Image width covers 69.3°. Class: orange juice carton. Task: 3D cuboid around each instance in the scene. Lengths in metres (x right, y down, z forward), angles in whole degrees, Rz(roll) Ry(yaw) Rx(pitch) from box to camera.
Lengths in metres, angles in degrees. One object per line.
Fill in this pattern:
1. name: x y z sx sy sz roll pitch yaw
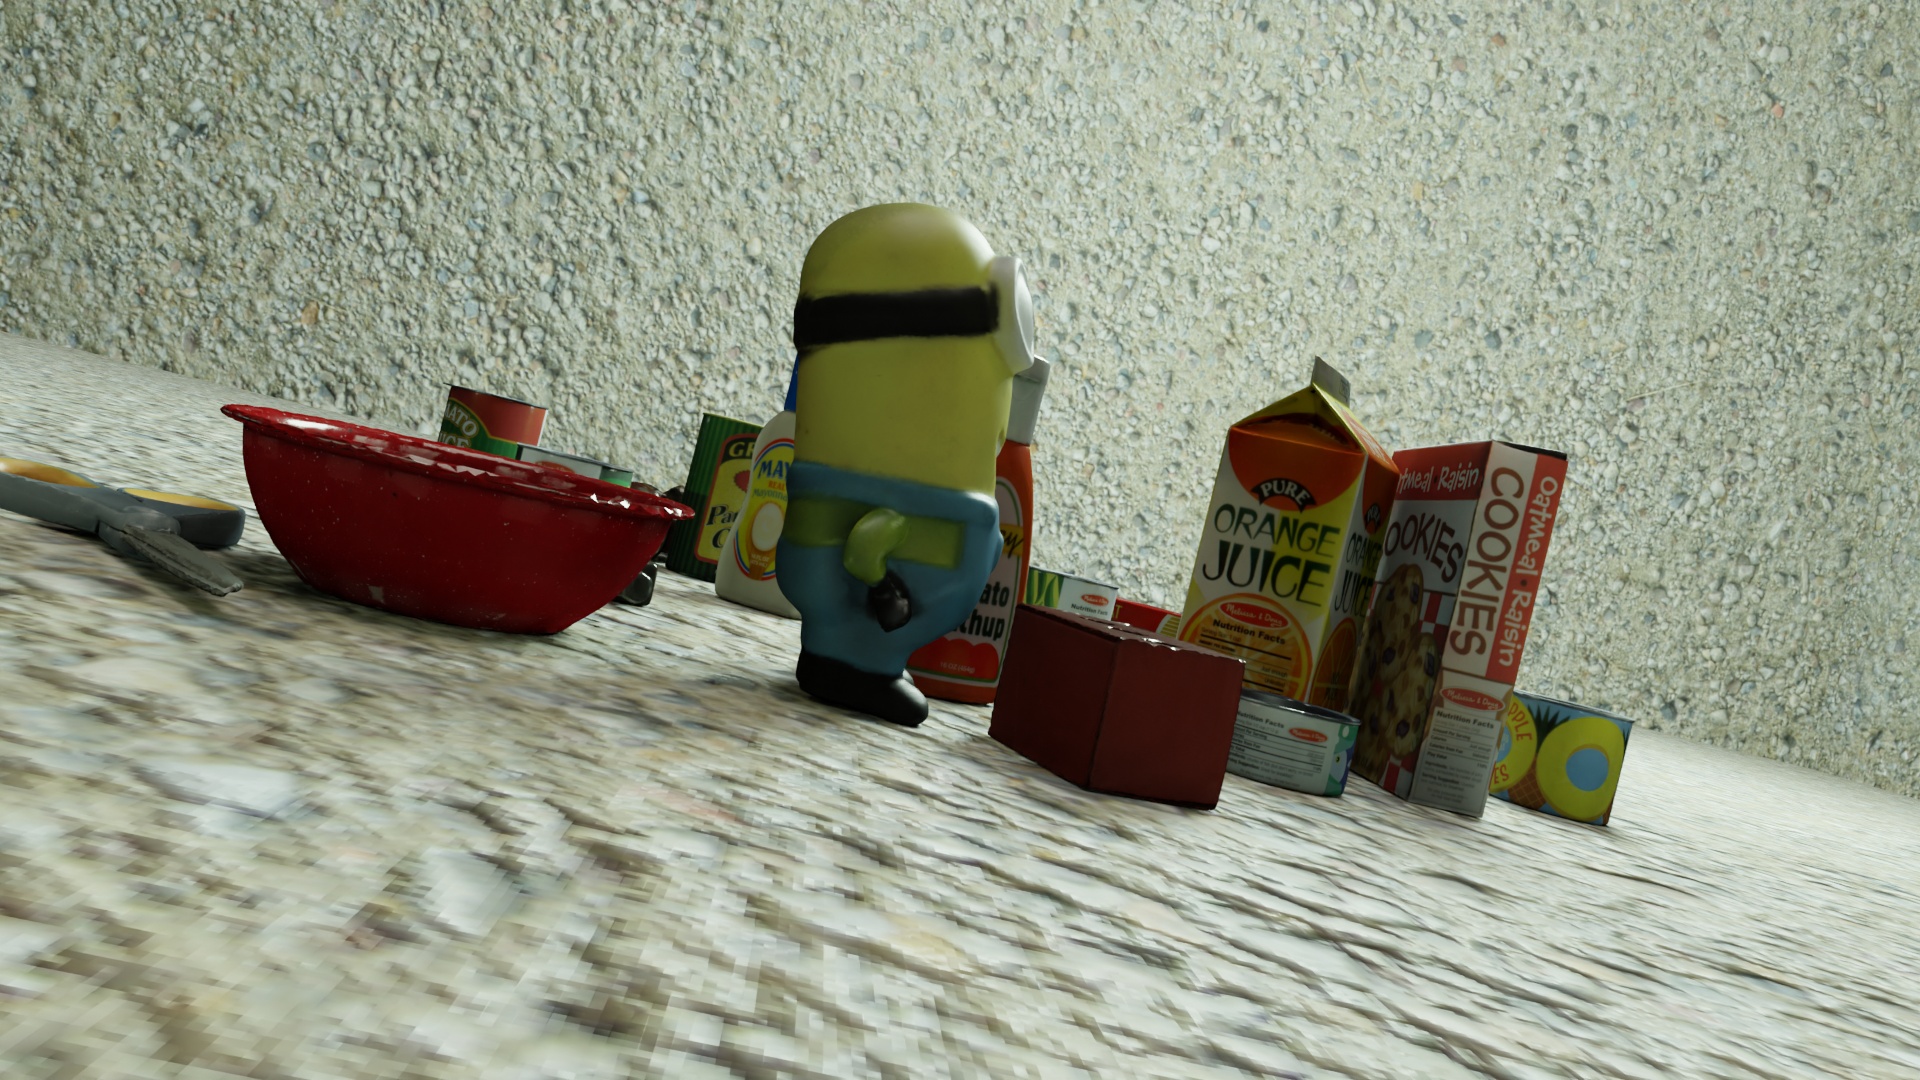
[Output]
1. orange juice carton: 0.164 0.007 0.691 0.073 0.192 0.072 14 0 30

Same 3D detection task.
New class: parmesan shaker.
1. parmesan shaker: -0.143 -0.024 0.895 0.071 0.103 0.071 14 0 0

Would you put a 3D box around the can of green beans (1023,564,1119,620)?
1. can of green beans: 0.063 0.050 0.891 0.071 0.058 0.071 14 0 0

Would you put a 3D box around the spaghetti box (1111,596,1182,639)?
1. spaghetti box: 0.095 0.061 0.957 0.029 0.050 0.250 14 1 -35

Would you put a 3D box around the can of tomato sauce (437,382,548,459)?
1. can of tomato sauce: -0.328 -0.060 0.955 0.071 0.083 0.071 14 0 0

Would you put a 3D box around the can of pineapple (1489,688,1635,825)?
1. can of pineapple: 0.313 0.113 0.735 0.071 0.058 0.071 14 0 0

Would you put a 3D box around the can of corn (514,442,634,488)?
1. can of corn: -0.225 -0.020 0.794 0.071 0.058 0.071 14 0 0

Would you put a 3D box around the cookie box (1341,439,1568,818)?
1. cookie box: 0.231 0.037 0.675 0.040 0.167 0.123 14 0 -4

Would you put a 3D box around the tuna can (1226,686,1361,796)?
1. tuna can: 0.133 0.083 0.591 0.071 0.033 0.071 14 1 0

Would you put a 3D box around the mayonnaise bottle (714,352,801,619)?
1. mayonnaise bottle: -0.091 -0.033 0.777 0.065 0.148 0.041 14 0 26

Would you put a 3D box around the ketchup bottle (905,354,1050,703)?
1. ketchup bottle: 0.003 -0.008 0.590 0.065 0.148 0.043 14 0 -28
